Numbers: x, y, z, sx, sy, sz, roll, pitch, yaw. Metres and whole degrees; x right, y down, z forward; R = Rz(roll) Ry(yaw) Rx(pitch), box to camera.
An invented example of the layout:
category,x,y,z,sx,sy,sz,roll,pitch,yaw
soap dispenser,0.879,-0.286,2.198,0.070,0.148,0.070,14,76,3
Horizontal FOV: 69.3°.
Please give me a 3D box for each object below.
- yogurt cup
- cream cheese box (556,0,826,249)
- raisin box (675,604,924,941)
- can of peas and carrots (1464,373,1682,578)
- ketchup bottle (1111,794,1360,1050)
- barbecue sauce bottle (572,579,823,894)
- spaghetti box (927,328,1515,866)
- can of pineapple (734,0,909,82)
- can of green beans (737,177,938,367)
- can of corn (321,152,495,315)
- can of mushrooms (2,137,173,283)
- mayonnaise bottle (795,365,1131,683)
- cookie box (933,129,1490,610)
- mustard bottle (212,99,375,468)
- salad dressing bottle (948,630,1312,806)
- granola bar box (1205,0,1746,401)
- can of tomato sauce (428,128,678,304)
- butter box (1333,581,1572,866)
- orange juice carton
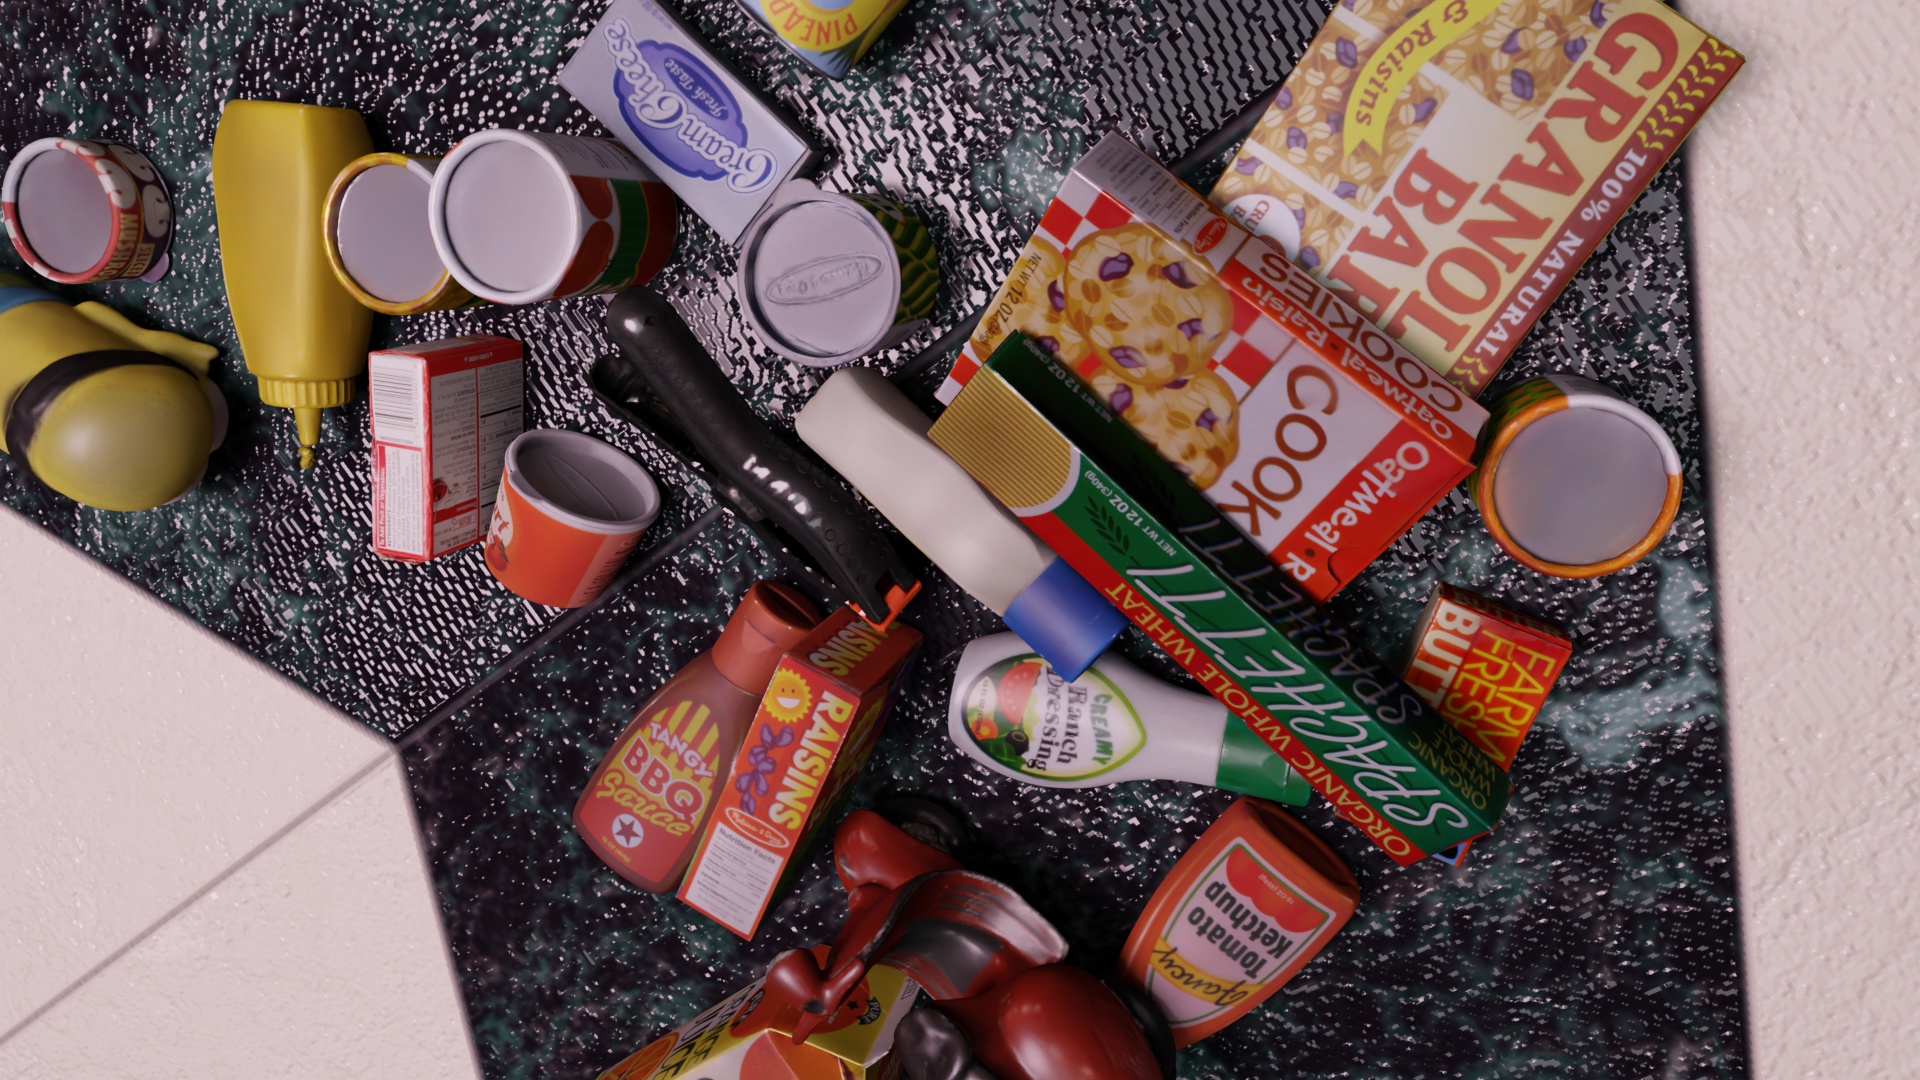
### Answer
category,x,y,z,sx,sy,sz,roll,pitch,yaw
yogurt cup,-0.171,-0.008,0.603,0.072,0.073,0.053,34,117,4
cream cheese box,-0.110,-0.174,0.568,0.104,0.024,0.053,44,109,1
raisin box,-0.066,0.094,0.587,0.040,0.086,0.123,28,108,8
can of peas and carrots,0.218,-0.022,0.503,0.071,0.059,0.070,3,103,14
ketchup bottle,0.098,0.179,0.588,0.065,0.044,0.148,39,109,6
barbecue sauce bottle,-0.113,0.085,0.619,0.065,0.044,0.148,38,108,10
spaghetti box,0.095,0.024,0.514,0.250,0.029,0.050,42,140,-1
can of pineapple,-0.051,-0.216,0.520,0.071,0.071,0.057,45,109,1
can of green beans,-0.047,-0.105,0.551,0.071,0.058,0.071,3,104,14
can of corn,-0.227,-0.129,0.590,0.071,0.058,0.071,3,103,14
can of mushrooms,-0.403,-0.151,0.643,0.071,0.033,0.071,3,103,13
mayonnaise bottle,0.002,-0.007,0.549,0.148,0.065,0.041,44,100,9
cookie box,0.086,-0.049,0.513,0.167,0.040,0.122,38,136,3
mustard bottle,-0.292,-0.111,0.616,0.065,0.049,0.159,12,106,22
salad dressing bottle,0.071,0.076,0.570,0.148,0.044,0.064,10,98,12
granola bar box,0.169,-0.133,0.499,0.124,0.039,0.165,35,109,4
can of tomato sauce,-0.162,-0.129,0.561,0.071,0.083,0.071,3,103,14
butter box,0.193,0.073,0.549,0.053,0.024,0.103,23,107,9
orange juice carton,-0.096,0.255,0.639,0.192,0.072,0.073,-35,93,19
